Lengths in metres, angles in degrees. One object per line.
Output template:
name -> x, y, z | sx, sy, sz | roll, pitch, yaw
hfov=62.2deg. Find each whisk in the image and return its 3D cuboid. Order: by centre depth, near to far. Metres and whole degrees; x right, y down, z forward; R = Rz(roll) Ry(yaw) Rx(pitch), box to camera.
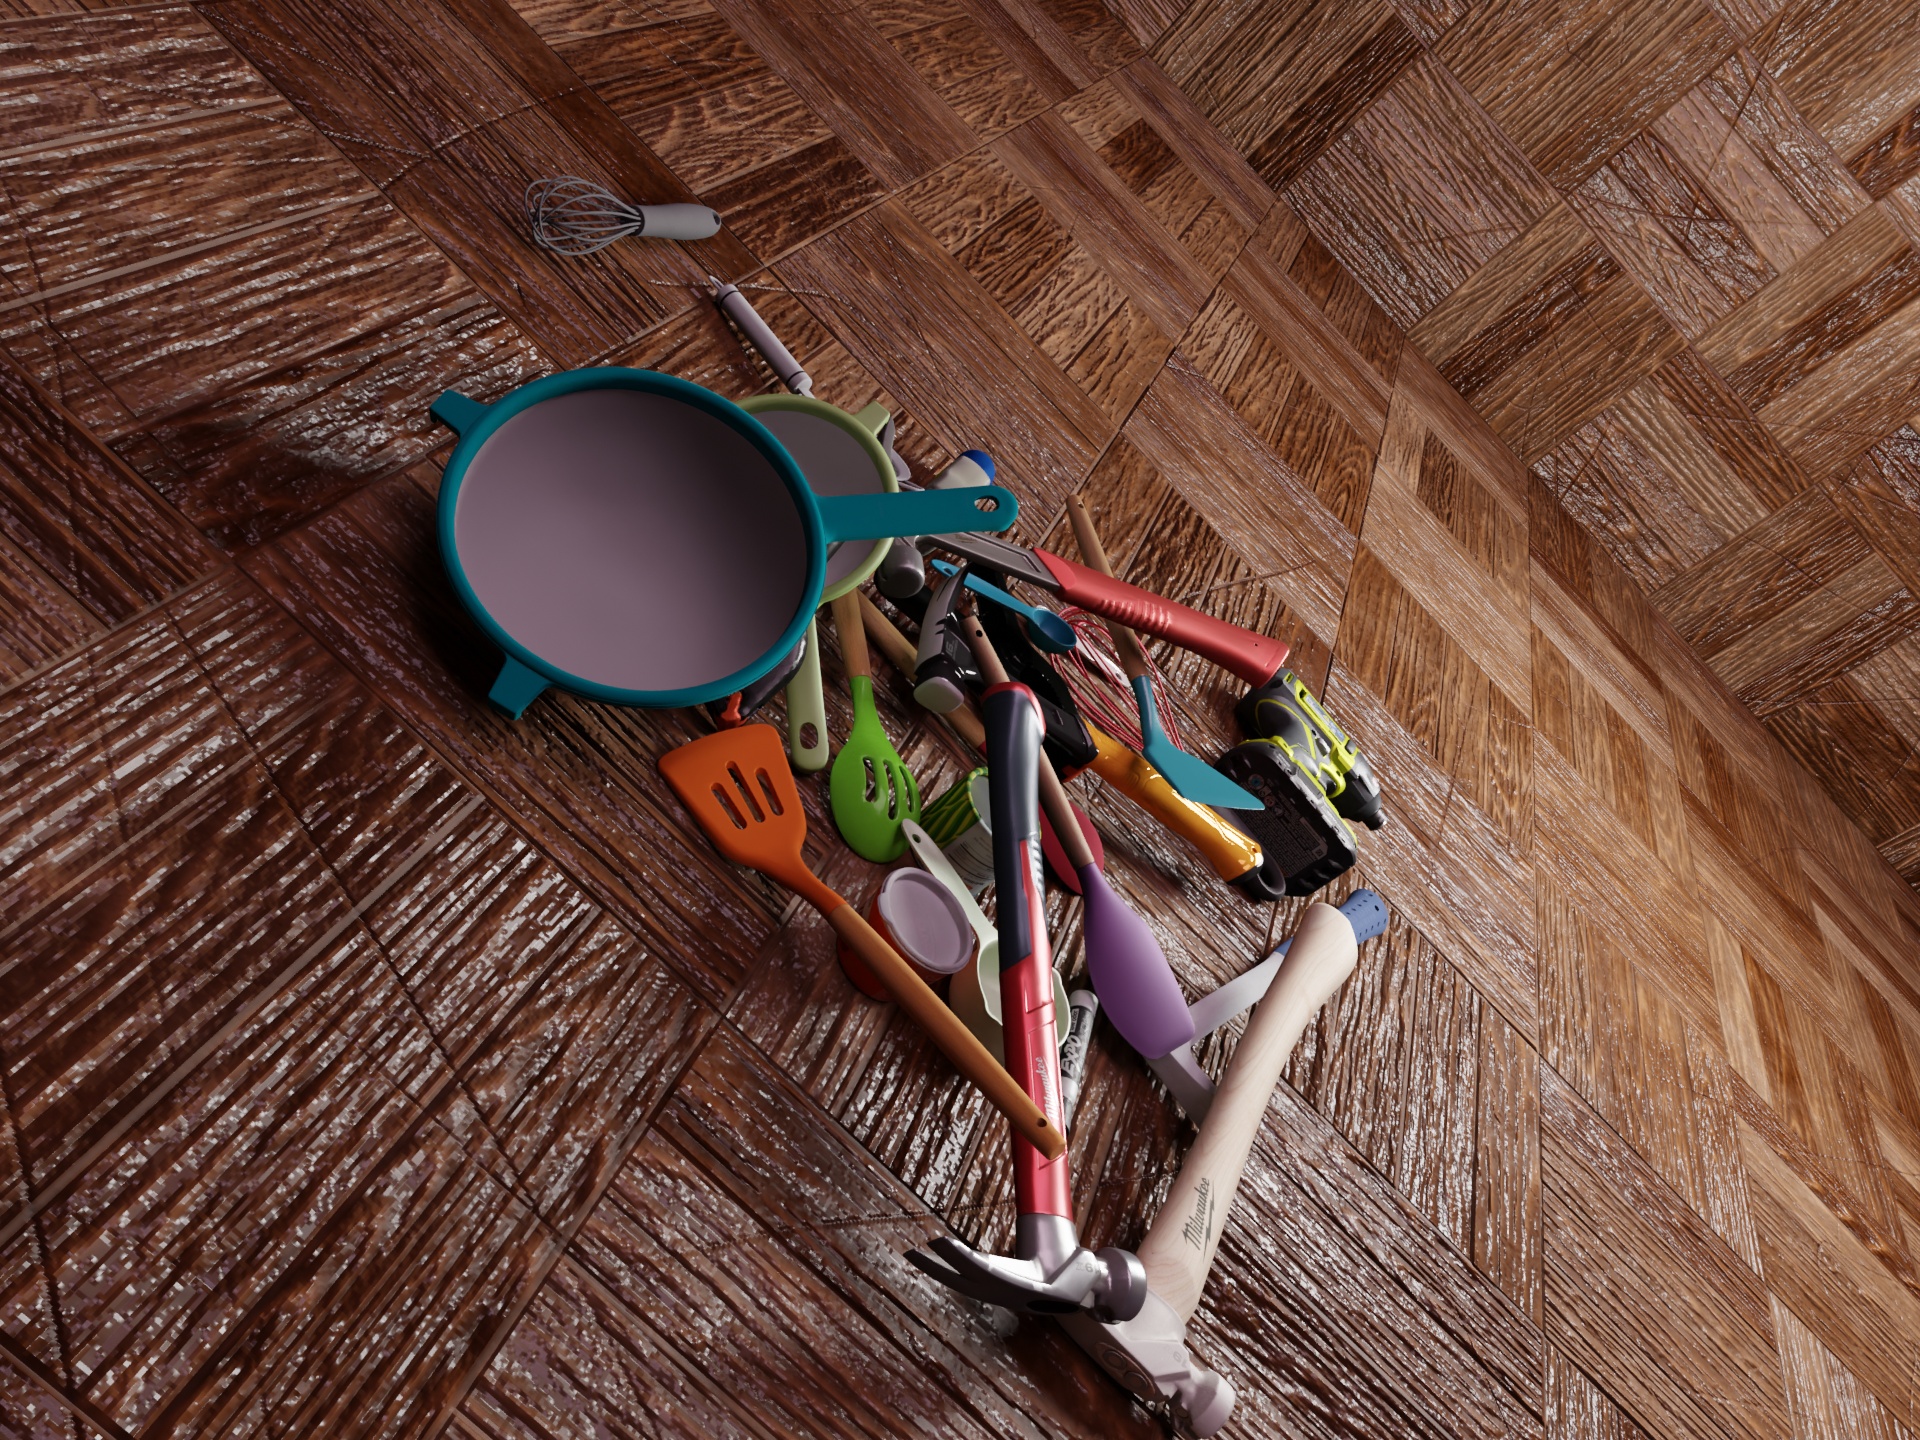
whisk -> -0.249, -0.381, 1.204 | 0.055, 0.055, 0.239 | 51, 28, 3
whisk -> 0.168, 0.030, 1.273 | 0.295, 0.073, 0.073 | 52, 31, -8

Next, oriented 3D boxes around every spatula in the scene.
spatula -> -0.051, 0.113, 0.853 | 0.081, 0.041, 0.323 | -19, 46, -35
spatula -> 0.069, 0.074, 1.052 | 0.060, 0.018, 0.316 | -21, 82, -29
spatula -> 0.136, -0.057, 1.204 | 0.082, 0.044, 0.318 | 8, 51, -35

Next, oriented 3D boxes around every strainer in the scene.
strainer -> -0.132, -0.095, 0.928 | 0.340, 0.095, 0.211 | -8, 69, -26
strainer -> -0.111, -0.085, 1.041 | 0.151, 0.069, 0.256 | -5, 75, -9
strainer -> -0.121, -0.253, 1.231 | 0.258, 0.050, 0.087 | 52, 26, 14

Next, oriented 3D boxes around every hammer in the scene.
hammer -> 0.026, 0.133, 0.903 | 0.143, 0.038, 0.387 | 26, 45, -34
hammer -> 0.170, 0.240, 1.012 | 0.146, 0.038, 0.411 | 45, 41, -3
hammer -> 0.091, -0.102, 1.161 | 0.358, 0.036, 0.149 | 18, 46, -27
hammer -> 0.103, 0.020, 1.166 | 0.336, 0.034, 0.127 | 36, 41, -25
hammer -> 0.242, 0.196, 1.206 | 0.405, 0.035, 0.144 | -12, 66, -55

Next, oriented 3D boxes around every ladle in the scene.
ladle -> -0.002, -0.004, 1.129 | 0.315, 0.031, 0.069 | 48, 29, 1

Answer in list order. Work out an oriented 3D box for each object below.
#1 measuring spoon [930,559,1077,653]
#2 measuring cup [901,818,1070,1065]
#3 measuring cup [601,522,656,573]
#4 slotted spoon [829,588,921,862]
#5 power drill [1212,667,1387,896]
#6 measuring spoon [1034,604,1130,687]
measuring spoon -> 0.029, -0.083, 1.191 | 0.128, 0.021, 0.042 | 27, 30, -16
measuring cup -> 0.002, 0.137, 0.976 | 0.168, 0.038, 0.083 | 55, 32, 13
measuring cup -> -0.219, -0.150, 1.008 | 0.062, 0.029, 0.157 | 7, 54, -47
slotted spoon -> -0.073, -0.047, 1.068 | 0.070, 0.031, 0.314 | 16, 47, -36
power drill -> 0.301, 0.057, 1.388 | 0.171, 0.080, 0.223 | 50, 29, 0
measuring spoon -> 0.098, -0.055, 1.318 | 0.124, 0.018, 0.034 | 34, 33, -36
